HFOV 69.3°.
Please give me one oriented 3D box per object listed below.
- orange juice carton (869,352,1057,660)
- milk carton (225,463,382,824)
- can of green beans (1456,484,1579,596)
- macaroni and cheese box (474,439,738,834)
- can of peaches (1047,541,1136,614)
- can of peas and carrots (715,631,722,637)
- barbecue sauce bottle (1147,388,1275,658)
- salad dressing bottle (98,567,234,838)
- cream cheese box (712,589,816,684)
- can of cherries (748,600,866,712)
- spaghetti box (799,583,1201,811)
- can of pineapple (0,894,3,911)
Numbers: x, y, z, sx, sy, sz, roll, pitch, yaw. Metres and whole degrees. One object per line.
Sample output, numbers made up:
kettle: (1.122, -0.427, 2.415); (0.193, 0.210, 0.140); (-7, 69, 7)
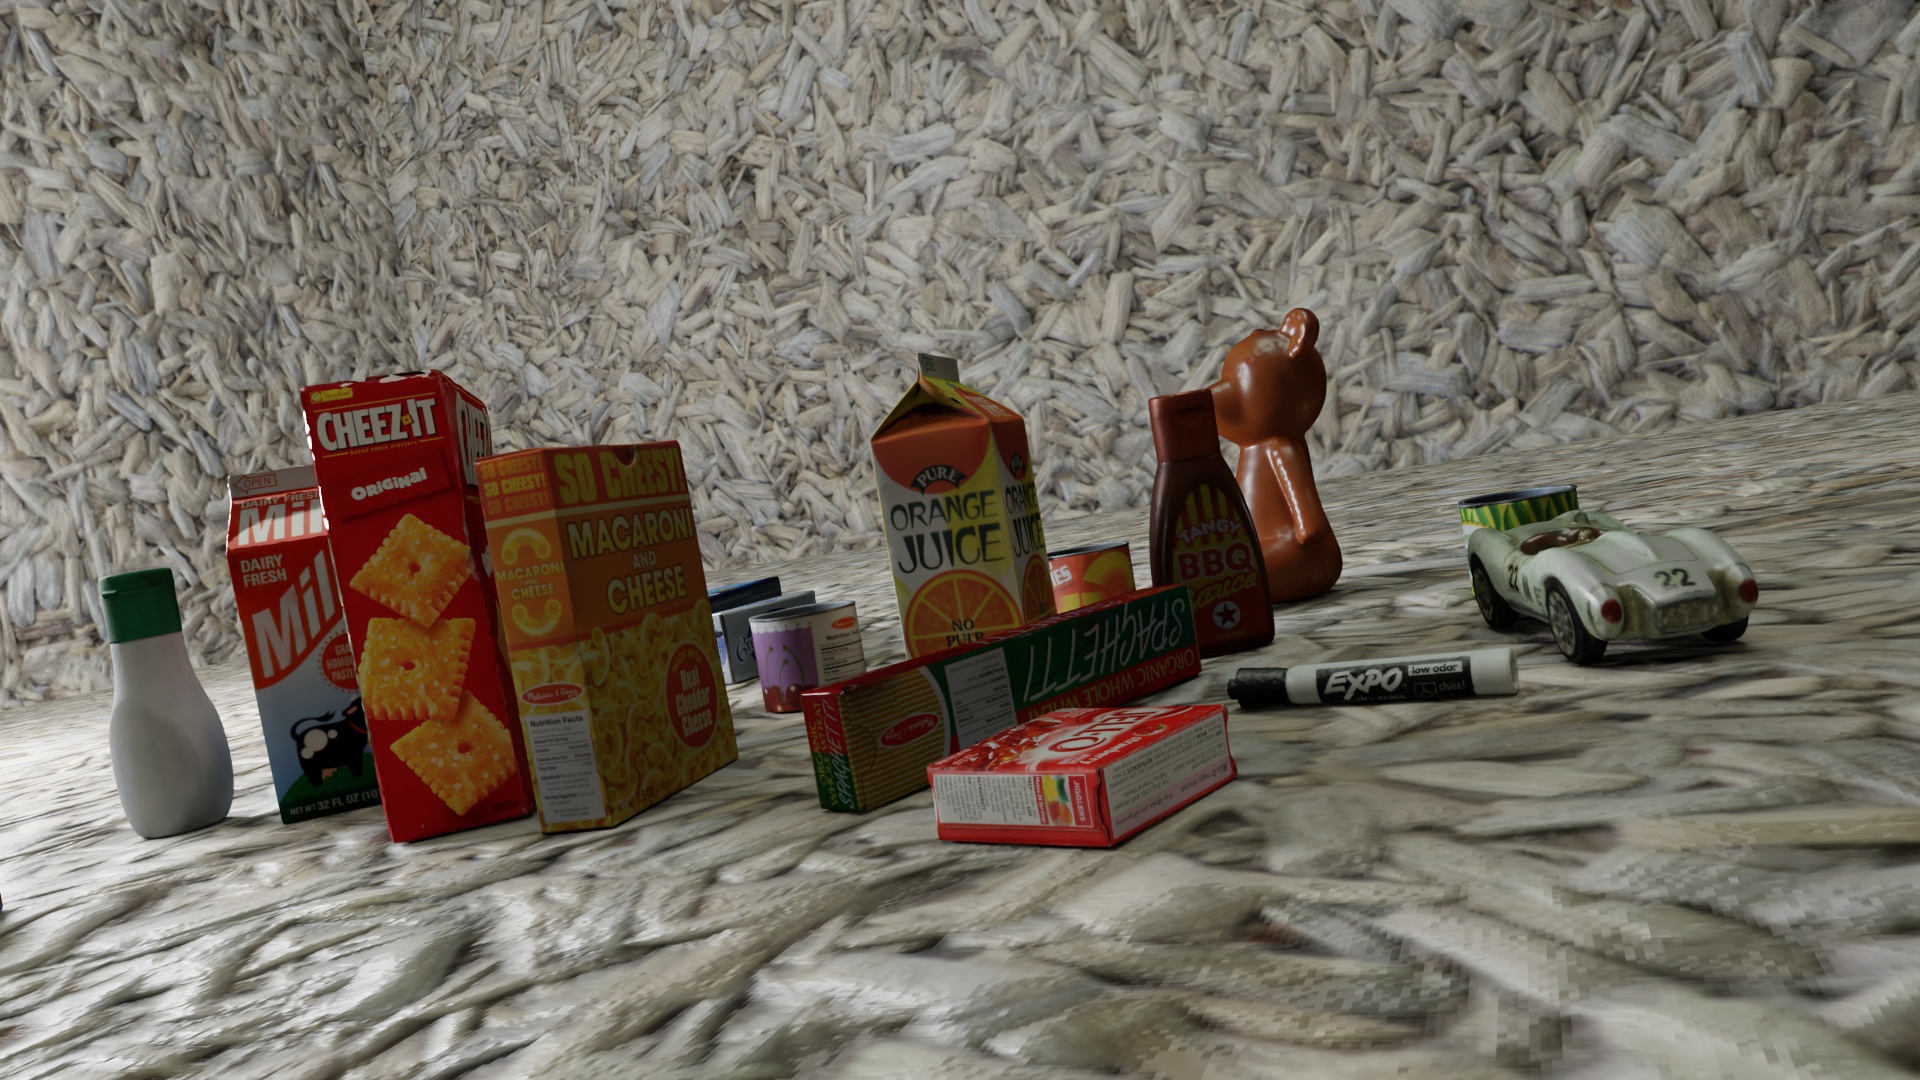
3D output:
orange juice carton: (0.003, -0.010, 0.782); (0.073, 0.192, 0.072); (-9, 2, 19)
milk carton: (-0.354, 0.052, 0.777); (0.072, 0.190, 0.073); (-10, 2, -16)
can of green beans: (0.332, 0.001, 0.819); (0.071, 0.057, 0.071); (-10, 3, 1)
macaroni and cheese box: (-0.161, 0.038, 0.652); (0.040, 0.166, 0.124); (-9, 3, 17)
can of peaches: (0.087, 0.035, 0.969); (0.071, 0.058, 0.071); (-10, 3, 1)
can of peas and carrots: (-0.165, 0.086, 0.785); (0.071, 0.058, 0.071); (-10, 3, 1)
barbecue sauce bottle: (0.136, -0.010, 0.787); (0.065, 0.148, 0.043); (-10, 2, -6)
salad dressing bottle: (-0.451, 0.090, 0.782); (0.064, 0.147, 0.044); (-9, 2, 17)
cream cheese box: (-0.147, 0.073, 1.052); (0.024, 0.053, 0.104); (-8, 3, 36)
can of cherries: (-0.094, 0.071, 0.856); (0.071, 0.058, 0.071); (-10, 3, 1)
spaghetti box: (0.031, 0.065, 0.638); (0.028, 0.050, 0.251); (-7, 4, 43)
can of pineapple: (-0.470, 0.147, 0.619); (0.071, 0.058, 0.071); (-10, 3, 1)
